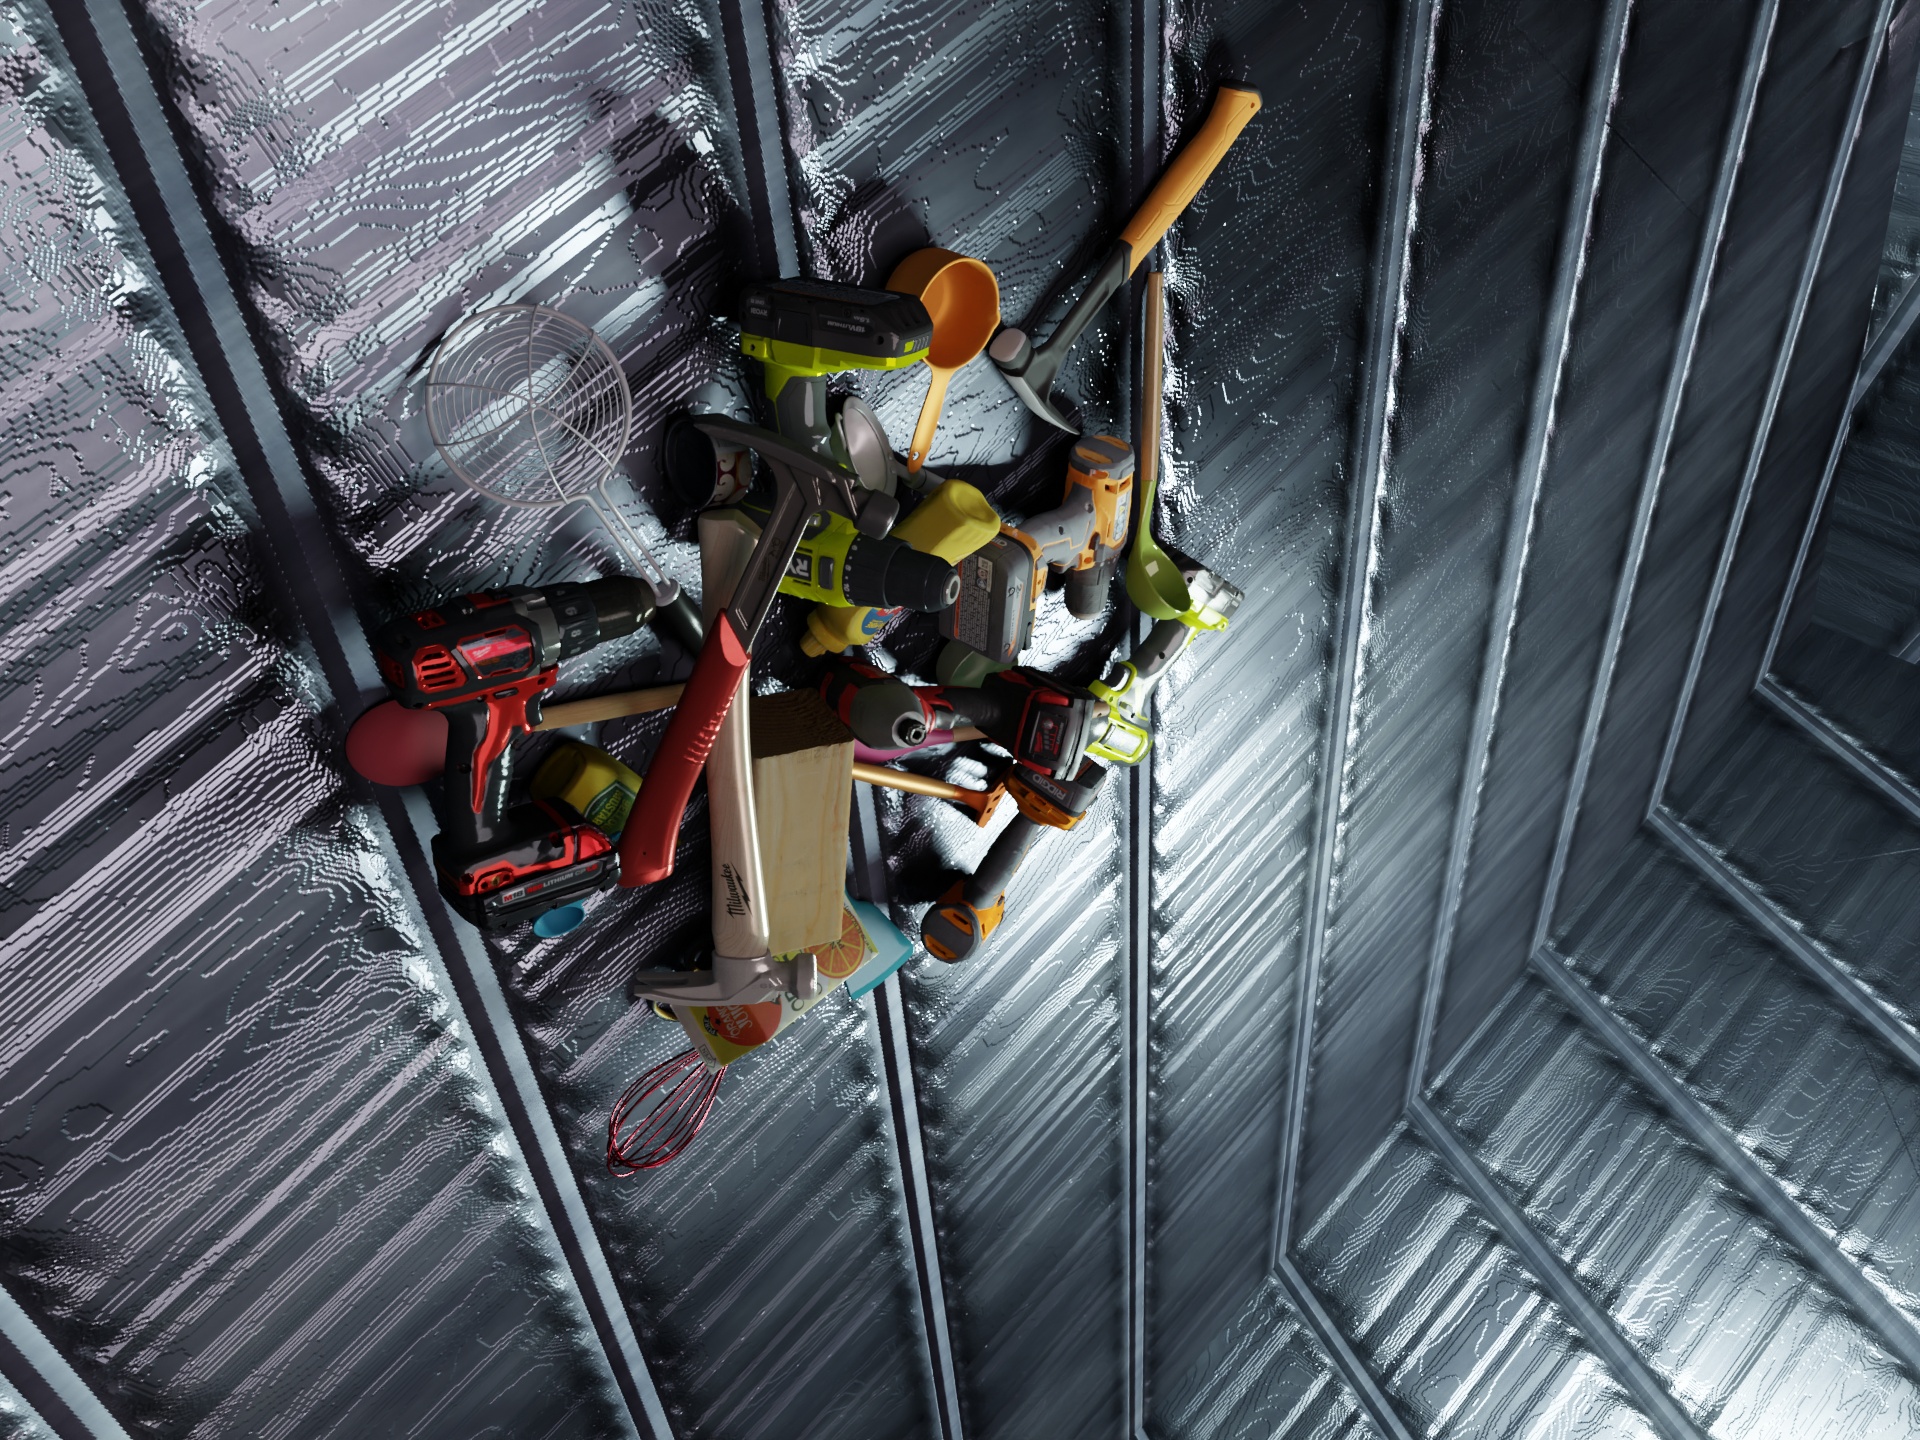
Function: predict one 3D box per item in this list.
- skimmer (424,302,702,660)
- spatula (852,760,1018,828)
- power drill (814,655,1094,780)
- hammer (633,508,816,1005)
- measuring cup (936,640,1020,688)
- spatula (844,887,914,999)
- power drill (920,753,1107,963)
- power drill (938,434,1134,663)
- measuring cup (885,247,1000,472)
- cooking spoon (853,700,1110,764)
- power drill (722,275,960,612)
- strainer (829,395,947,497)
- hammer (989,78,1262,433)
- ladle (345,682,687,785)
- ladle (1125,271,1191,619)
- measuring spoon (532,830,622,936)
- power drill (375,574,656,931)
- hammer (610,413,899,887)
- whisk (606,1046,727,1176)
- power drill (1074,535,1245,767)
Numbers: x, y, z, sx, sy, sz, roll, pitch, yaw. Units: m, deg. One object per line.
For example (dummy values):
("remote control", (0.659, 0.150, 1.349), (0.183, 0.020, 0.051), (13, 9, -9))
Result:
("skimmer", (-0.246, -0.140, 1.127), (0.127, 0.090, 0.363), (-40, 151, -8))
("spatula", (-0.031, 0.059, 1.492), (0.322, 0.041, 0.081), (16, 106, -55))
("power drill", (-0.002, -0.004, 1.364), (0.219, 0.143, 0.078), (5, 105, -32))
("hammer", (-0.186, 0.040, 1.215), (0.146, 0.038, 0.410), (-1, 114, -6))
("measuring cup", (-0.026, -0.030, 1.458), (0.167, 0.038, 0.083), (-28, 139, -11))
("spatula", (-0.113, 0.130, 1.465), (0.082, 0.044, 0.317), (-36, 138, -23))
("power drill", (0.052, 0.127, 1.585), (0.226, 0.084, 0.164), (-57, 172, 16))
("power drill", (0.076, -0.136, 1.437), (0.226, 0.084, 0.185), (-39, 146, -40))
("measuring cup", (-0.030, -0.283, 1.246), (0.095, 0.052, 0.173), (-9, 125, -45))
("cooking spoon", (0.011, 0.009, 1.486), (0.318, 0.017, 0.068), (-10, 145, -32))
("power drill", (-0.084, -0.191, 1.144), (0.080, 0.191, 0.228), (-39, 140, -56))
("strainer", (-0.044, -0.200, 1.301), (0.258, 0.050, 0.087), (15, 62, -57))
("hammer", (0.156, -0.409, 1.373), (0.337, 0.034, 0.127), (-54, 142, -4))
("ladle", (-0.296, -0.003, 1.177), (0.315, 0.031, 0.069), (-13, 126, -45))
("ladle", (0.187, -0.249, 1.470), (0.078, 0.062, 0.320), (-40, 133, -59))
("measuring spoon", (-0.297, 0.123, 1.243), (0.042, 0.021, 0.128), (7, 132, -45))
("power drill", (-0.290, 0.012, 1.096), (0.188, 0.080, 0.226), (-20, 121, -33))
("hammer", (-0.184, -0.034, 1.141), (0.149, 0.037, 0.359), (25, 111, -9))
("whisk", (-0.213, 0.292, 1.425), (0.296, 0.073, 0.073), (-47, 145, -36))
("power drill", (0.181, -0.066, 1.623), (0.171, 0.080, 0.223), (22, 102, -53))
